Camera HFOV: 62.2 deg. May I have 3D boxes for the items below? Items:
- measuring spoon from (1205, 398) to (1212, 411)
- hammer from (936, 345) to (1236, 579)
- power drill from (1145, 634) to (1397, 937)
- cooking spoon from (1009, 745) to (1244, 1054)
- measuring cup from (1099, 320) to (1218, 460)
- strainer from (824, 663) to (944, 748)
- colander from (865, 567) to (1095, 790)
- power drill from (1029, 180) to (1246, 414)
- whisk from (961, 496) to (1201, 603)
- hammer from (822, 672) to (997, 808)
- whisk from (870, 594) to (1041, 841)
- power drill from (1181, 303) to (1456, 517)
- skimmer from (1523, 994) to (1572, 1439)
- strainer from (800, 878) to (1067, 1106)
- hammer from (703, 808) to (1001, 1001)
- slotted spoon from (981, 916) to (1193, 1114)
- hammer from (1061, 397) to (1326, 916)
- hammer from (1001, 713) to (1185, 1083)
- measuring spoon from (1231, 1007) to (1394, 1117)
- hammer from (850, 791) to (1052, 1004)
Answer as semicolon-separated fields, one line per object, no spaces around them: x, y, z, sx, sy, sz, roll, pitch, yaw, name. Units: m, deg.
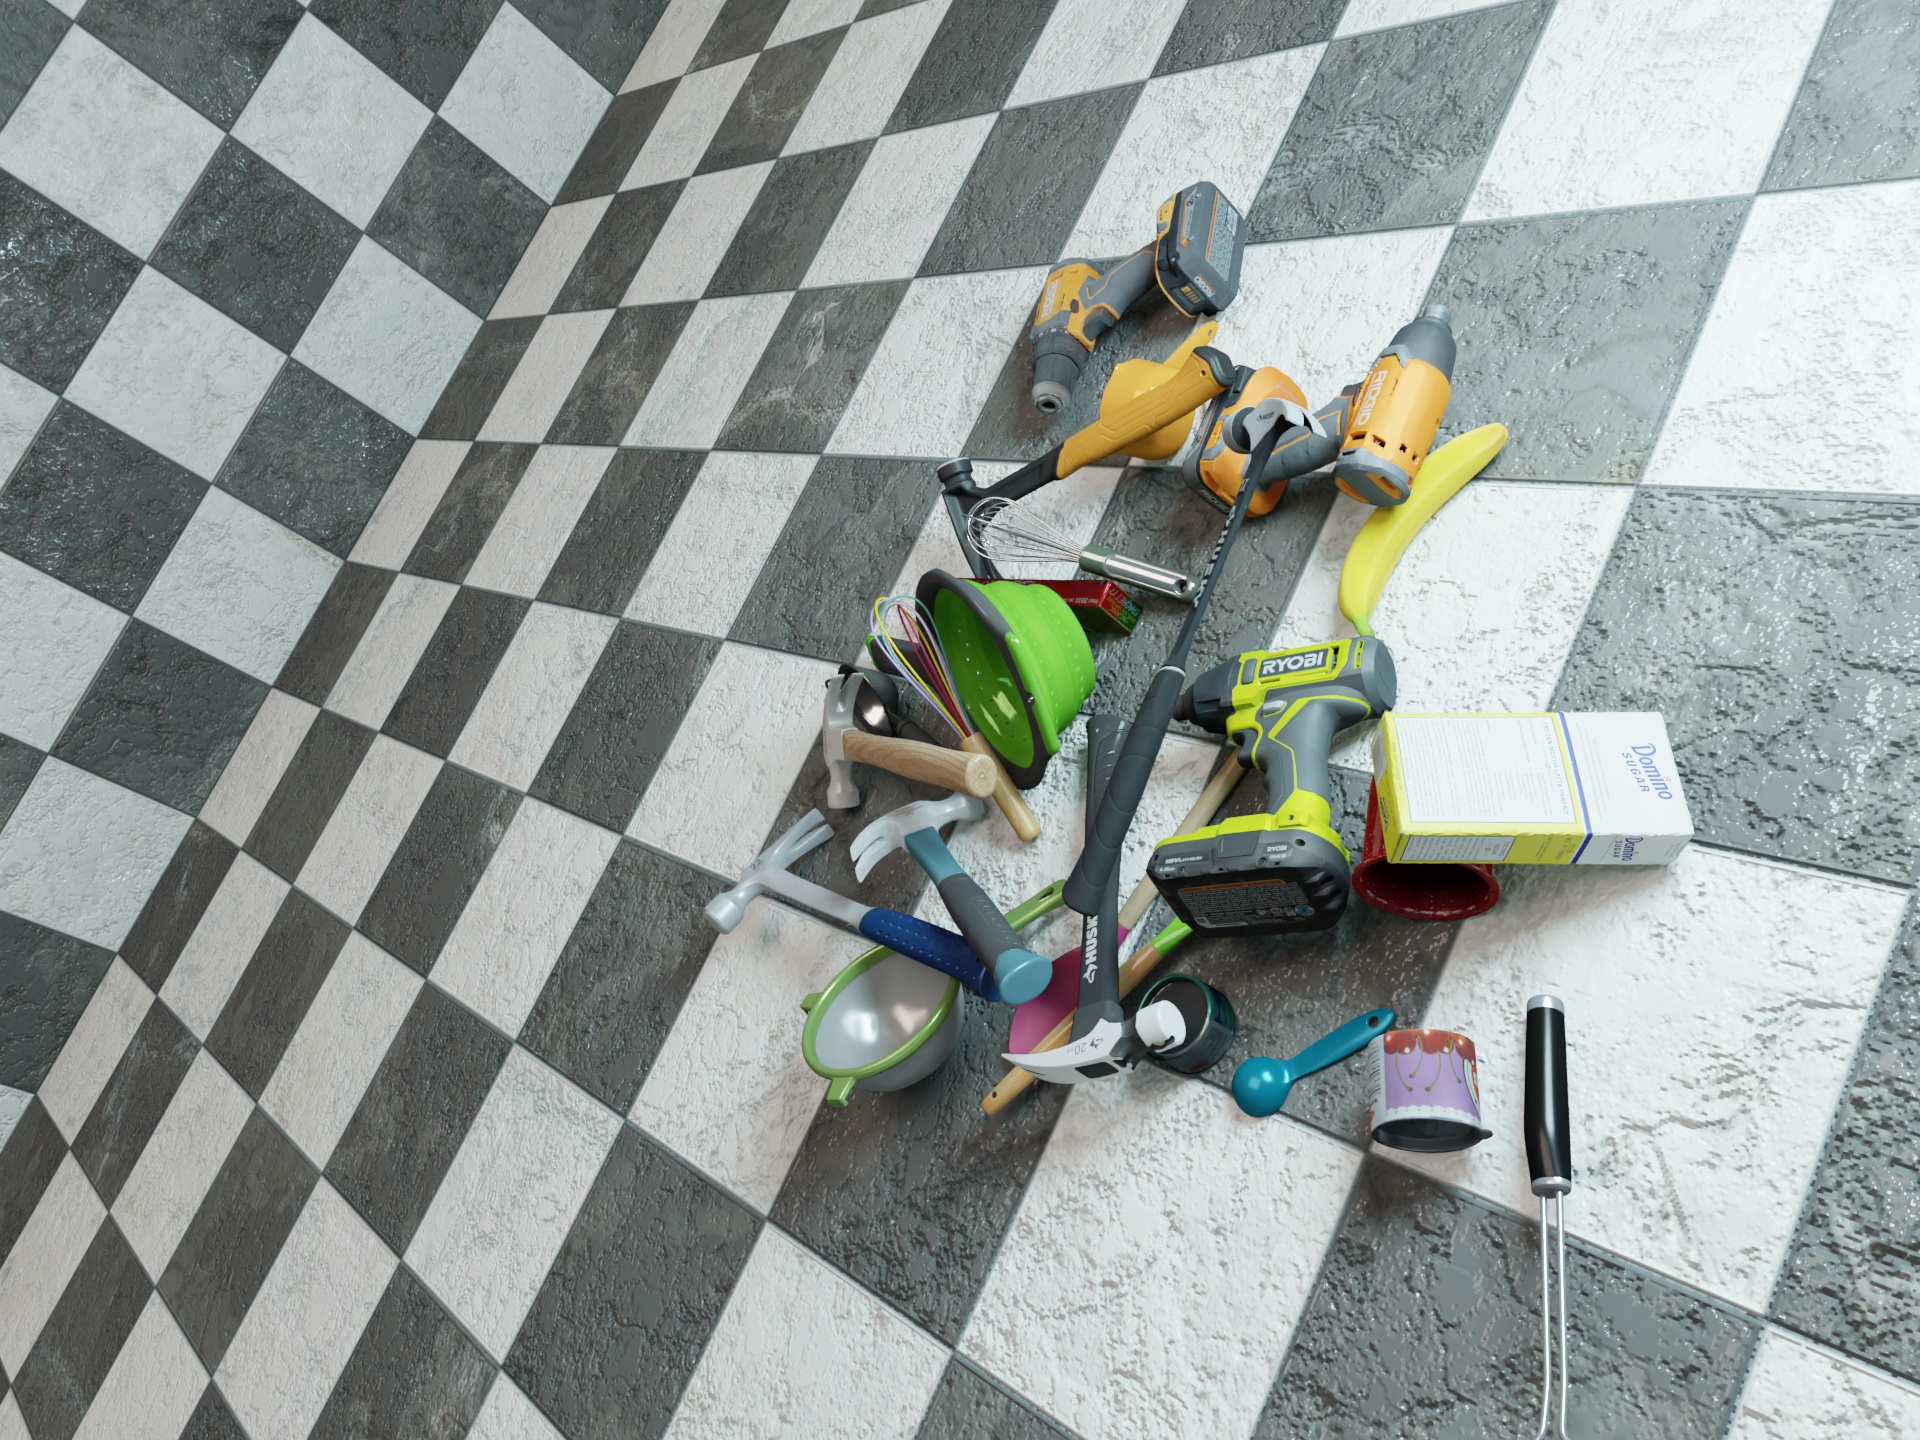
0.235;-0.272;1.433;0.034;0.018;0.124;-28;39;30;measuring spoon
0.111;-0.235;1.422;0.337;0.034;0.127;-25;82;44;hammer
0.215;0.042;1.146;0.171;0.080;0.223;-10;44;33;power drill
0.140;0.138;1.230;0.069;0.017;0.319;35;91;39;cooking spoon
0.200;-0.307;1.452;0.052;0.095;0.173;25;63;41;measuring cup
-0.051;0.005;1.480;0.050;0.086;0.259;-29;36;-16;strainer
0.018;-0.061;1.436;0.094;0.204;0.397;-26;17;-18;colander
0.159;-0.402;1.542;0.226;0.084;0.185;-19;47;41;power drill
0.104;-0.147;1.400;0.246;0.059;0.058;21;95;30;whisk
-0.053;0.029;1.379;0.331;0.031;0.130;-171;74;-64;hammer
-0.001;-0.005;1.358;0.051;0.047;0.245;-33;84;2;whisk
0.293;-0.246;1.270;0.226;0.084;0.164;3;65;59;power drill
0.342;0.330;0.883;0.127;0.090;0.364;-22;39;37;skimmer
-0.006;0.221;1.298;0.256;0.069;0.152;-33;27;0;strainer
-0.079;0.163;1.357;0.144;0.035;0.406;-46;29;-21;hammer
0.129;0.189;1.188;0.313;0.031;0.070;-45;41;10;slotted spoon
0.164;-0.049;1.172;0.149;0.036;0.409;-164;96;-79;hammer
0.105;0.126;1.227;0.146;0.035;0.335;-30;37;33;hammer
0.233;0.225;1.071;0.128;0.021;0.042;-37;43;23;measuring spoon
0.000;0.134;1.251;0.128;0.033;0.331;-18;22;-11;hammer
